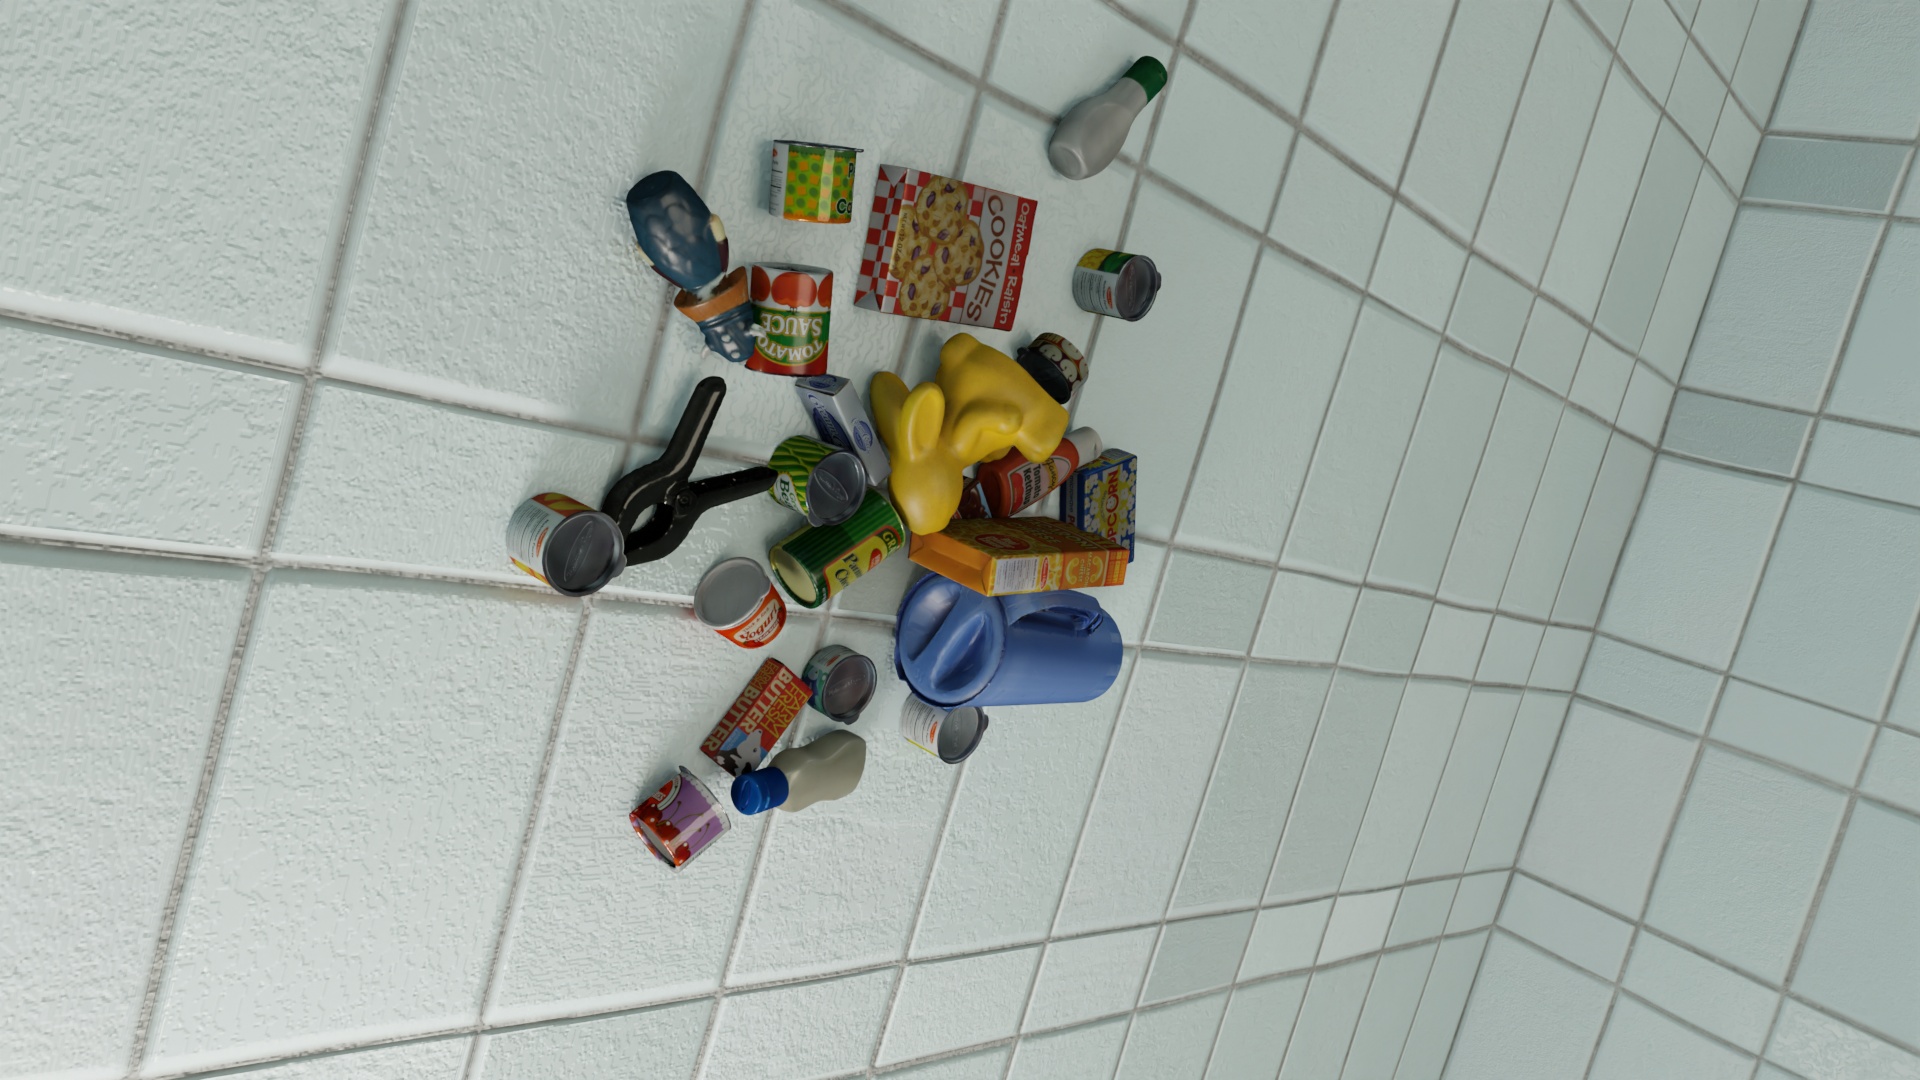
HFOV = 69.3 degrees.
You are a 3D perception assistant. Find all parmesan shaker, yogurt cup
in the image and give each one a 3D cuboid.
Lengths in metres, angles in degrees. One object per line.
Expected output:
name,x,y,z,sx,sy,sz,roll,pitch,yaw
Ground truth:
parmesan shaker,-0.108,0.008,1.219,0.103,0.071,0.071,-37,129,-30
yogurt cup,-0.181,0.055,1.164,0.072,0.072,0.053,-54,144,-15

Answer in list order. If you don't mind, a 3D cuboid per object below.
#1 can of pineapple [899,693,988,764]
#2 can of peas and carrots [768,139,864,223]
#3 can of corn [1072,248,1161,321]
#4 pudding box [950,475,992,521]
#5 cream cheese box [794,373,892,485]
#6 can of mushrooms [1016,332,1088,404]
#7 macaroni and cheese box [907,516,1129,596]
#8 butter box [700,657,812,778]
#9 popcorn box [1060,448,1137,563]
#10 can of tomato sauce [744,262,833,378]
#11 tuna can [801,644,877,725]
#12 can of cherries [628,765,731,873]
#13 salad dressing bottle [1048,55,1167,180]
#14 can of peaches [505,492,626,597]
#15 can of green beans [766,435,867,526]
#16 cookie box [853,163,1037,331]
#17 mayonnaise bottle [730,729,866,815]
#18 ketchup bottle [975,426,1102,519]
can of pineapple,-0.017,0.182,1.387,0.071,0.058,0.070,-20,120,-40
can of peas and carrots,-0.114,-0.282,1.092,0.071,0.071,0.058,-10,114,-43
can of corn,0.157,-0.257,1.390,0.071,0.058,0.071,-20,119,-40
pudding box,0.005,-0.017,1.351,0.050,0.030,0.083,-42,131,-25
cream cheese box,-0.100,-0.096,1.193,0.024,0.053,0.103,-46,133,-26
can of mushrooms,0.089,-0.169,1.351,0.033,0.071,0.070,-46,134,-23
macaroni and cheese box,0.055,0.011,1.293,0.167,0.124,0.040,-3,108,-38
butter box,-0.180,0.160,1.235,0.104,0.024,0.053,-54,137,-15
popcorn box,0.148,-0.027,1.489,0.085,0.038,0.126,-22,121,-40
can of tomato sauce,-0.137,-0.177,1.111,0.071,0.071,0.082,-9,112,-44
tuna can,-0.112,0.134,1.288,0.071,0.033,0.070,-20,119,-40
can of cherries,-0.239,0.236,1.176,0.058,0.071,0.071,-39,130,-28
salad dressing bottle,0.144,-0.406,1.329,0.148,0.044,0.064,-49,133,-22
can of peaches,-0.292,0.003,1.031,0.071,0.058,0.071,-20,119,-41
can of green beans,-0.123,-0.052,1.184,0.071,0.058,0.071,-20,120,-40
cookie box,-0.009,-0.256,1.232,0.168,0.040,0.122,0,106,-46
mayonnaise bottle,-0.146,0.214,1.260,0.148,0.041,0.064,-7,115,-56
ketchup bottle,0.081,-0.075,1.397,0.149,0.043,0.064,-28,130,-37
